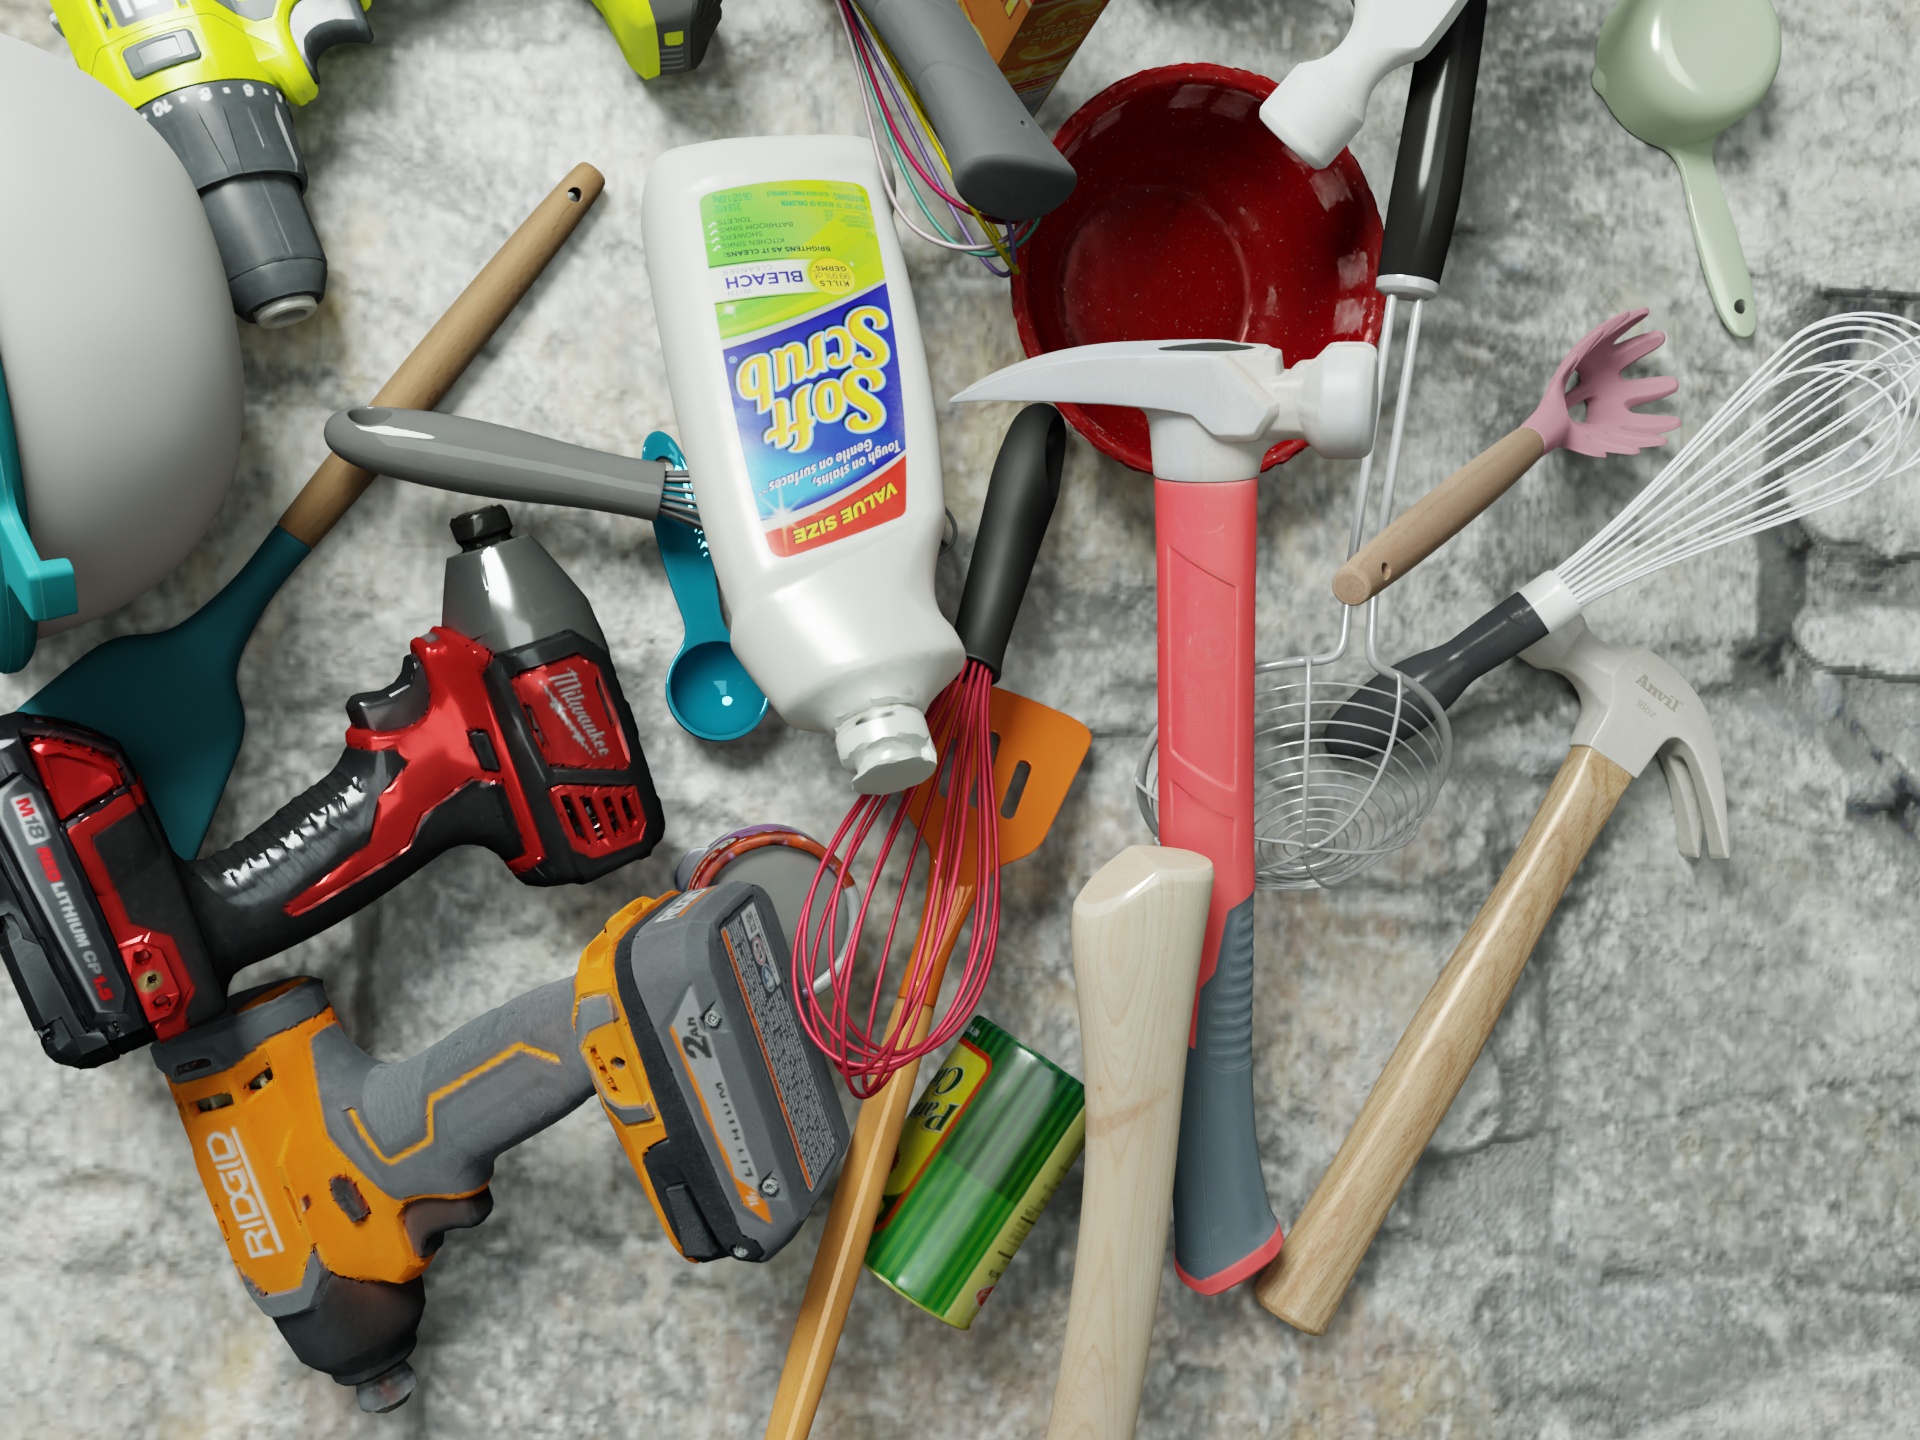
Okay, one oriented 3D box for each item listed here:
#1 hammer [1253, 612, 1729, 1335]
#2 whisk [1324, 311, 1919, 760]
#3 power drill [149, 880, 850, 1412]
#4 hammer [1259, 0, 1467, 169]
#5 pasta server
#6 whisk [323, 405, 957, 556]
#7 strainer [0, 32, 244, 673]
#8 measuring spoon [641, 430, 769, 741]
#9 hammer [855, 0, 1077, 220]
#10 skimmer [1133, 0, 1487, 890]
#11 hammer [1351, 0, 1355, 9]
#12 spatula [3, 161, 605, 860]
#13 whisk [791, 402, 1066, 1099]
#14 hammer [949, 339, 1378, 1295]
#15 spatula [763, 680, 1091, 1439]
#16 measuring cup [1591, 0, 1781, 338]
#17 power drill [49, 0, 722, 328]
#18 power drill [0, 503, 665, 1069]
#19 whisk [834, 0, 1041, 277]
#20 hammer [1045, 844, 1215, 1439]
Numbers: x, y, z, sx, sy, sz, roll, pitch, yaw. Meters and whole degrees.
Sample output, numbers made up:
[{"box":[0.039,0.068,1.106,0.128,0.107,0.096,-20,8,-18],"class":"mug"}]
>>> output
[{"box":[0.227,0.117,0.696,0.130,0.031,0.331,32,85,-9],"class":"hammer"},{"box":[0.271,-0.069,0.657,0.284,0.070,0.070,-35,97,14],"class":"whisk"},{"box":[-0.161,0.156,0.566,0.226,0.084,0.164,-16,97,13],"class":"power drill"},{"box":[0.038,-0.396,0.593,0.405,0.035,0.144,46,113,8],"class":"hammer"},{"box":[0.216,-0.101,0.609,0.316,0.040,0.060,-33,106,-48],"class":"pasta server"},{"box":[-0.116,-0.090,0.607,0.239,0.055,0.055,8,89,-16],"class":"whisk"},{"box":[-0.303,-0.189,0.517,0.095,0.211,0.340,-13,96,-35],"class":"strainer"},{"box":[-0.109,-0.053,0.638,0.042,0.021,0.129,-12,83,-23],"class":"measuring spoon"},{"box":[-0.081,-0.346,0.556,0.149,0.036,0.409,-27,83,-47],"class":"hammer"},{"box":[0.154,-0.106,0.632,0.127,0.090,0.363,8,94,-9],"class":"skimmer"},{"box":[0.148,-0.447,0.600,0.146,0.035,0.334,-30,98,-7],"class":"hammer"},{"box":[-0.231,-0.088,0.596,0.082,0.044,0.317,39,81,-23],"class":"spatula"},{"box":[-0.001,-0.002,0.598,0.073,0.073,0.296,21,63,-11],"class":"whisk"},{"box":[0.078,0.053,0.604,0.143,0.038,0.386,4,113,18],"class":"hammer"},{"box":[-0.025,0.132,0.606,0.081,0.041,0.323,18,75,-4],"class":"spatula"},{"box":[0.340,-0.256,0.712,0.083,0.038,0.167,-16,91,-11],"class":"measuring cup"},{"box":[-0.208,-0.267,0.585,0.228,0.080,0.190,-23,95,-8],"class":"power drill"},{"box":[-0.223,0.017,0.558,0.219,0.078,0.143,-23,104,-27],"class":"power drill"},{"box":[-0.035,-0.268,0.601,0.047,0.051,0.245,-12,68,-46],"class":"whisk"},{"box":[0.063,0.248,0.611,0.146,0.038,0.410,2,103,-17],"class":"hammer"}]
